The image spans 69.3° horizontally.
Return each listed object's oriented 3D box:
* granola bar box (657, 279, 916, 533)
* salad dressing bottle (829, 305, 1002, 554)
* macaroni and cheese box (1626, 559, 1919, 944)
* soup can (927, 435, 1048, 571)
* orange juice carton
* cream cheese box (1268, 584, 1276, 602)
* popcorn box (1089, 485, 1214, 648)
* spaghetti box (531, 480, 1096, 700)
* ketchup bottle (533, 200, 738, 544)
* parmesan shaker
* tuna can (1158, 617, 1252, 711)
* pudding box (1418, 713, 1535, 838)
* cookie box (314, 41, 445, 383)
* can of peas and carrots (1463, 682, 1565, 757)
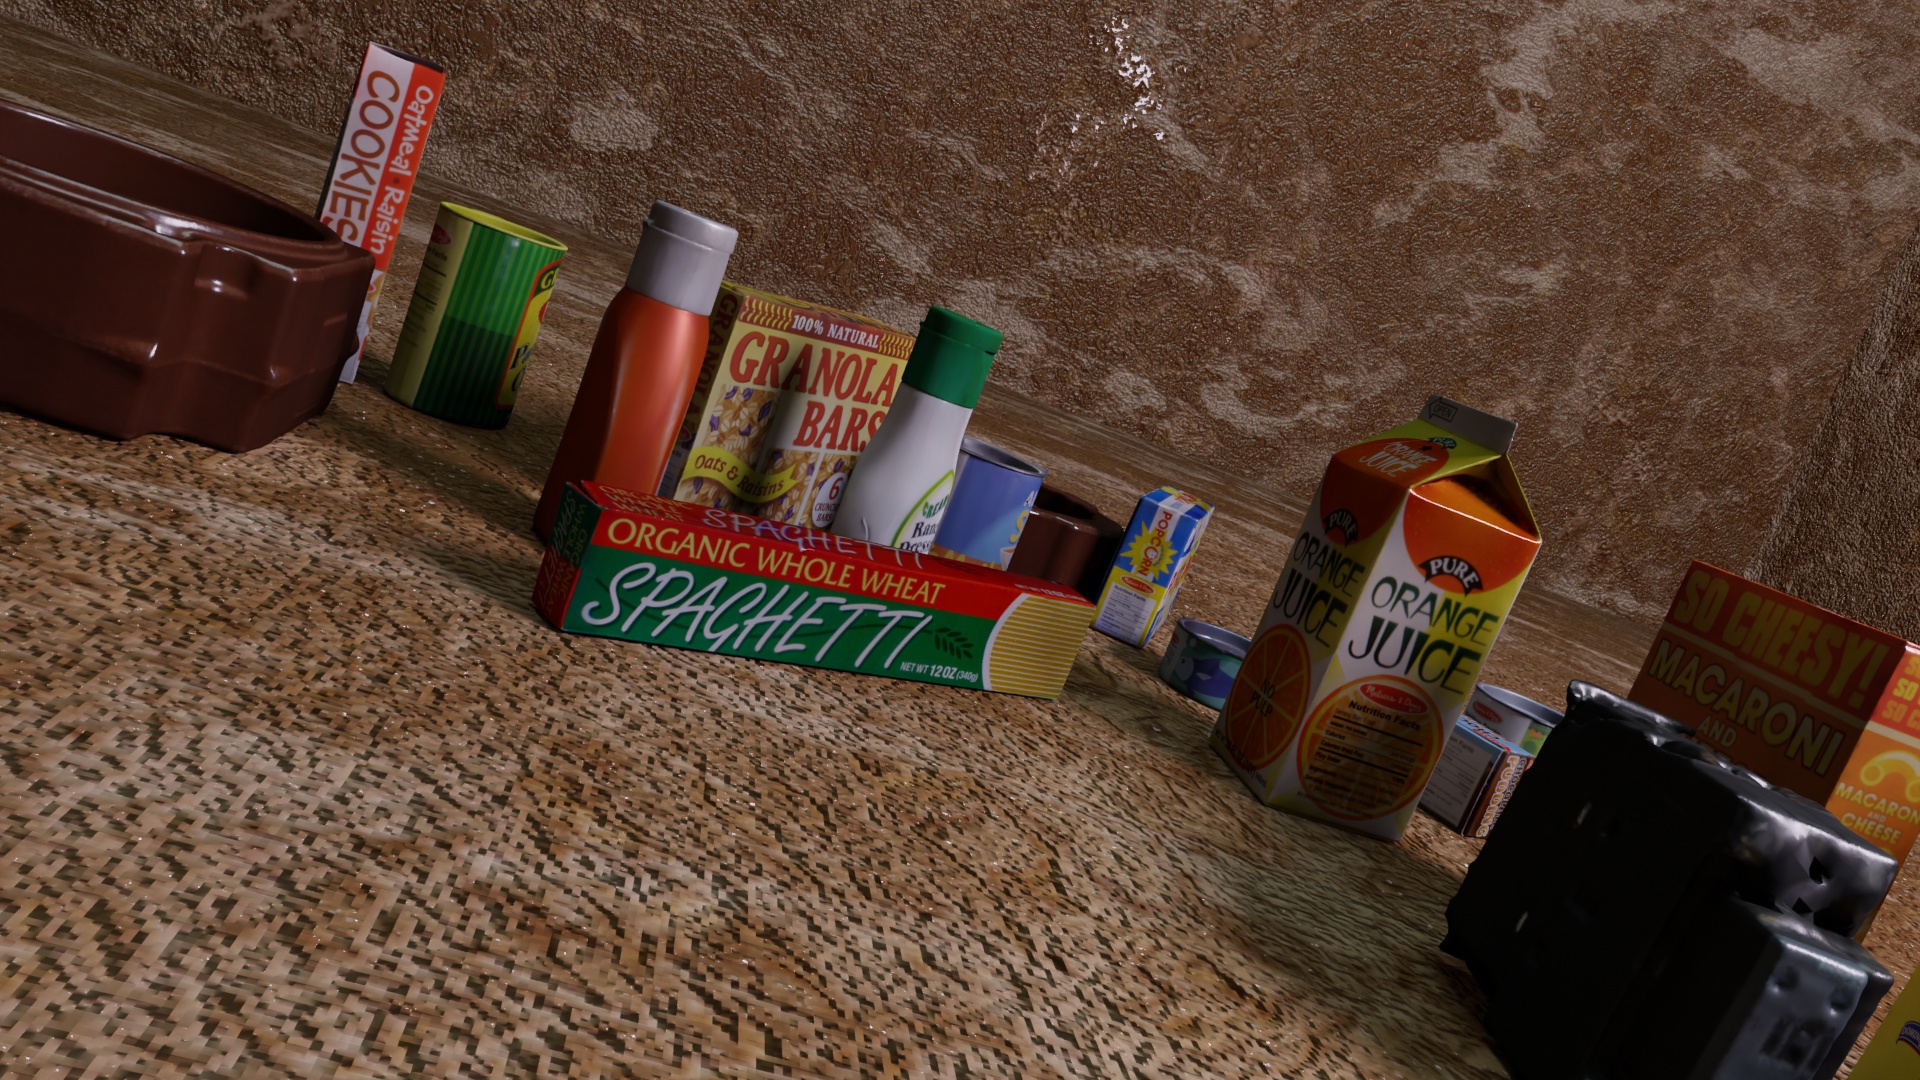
[{"bbox_3d":[-0.096,-0.061,0.706,0.039,0.124,0.166,26,11,23],"label":"granola bar box"},{"bbox_3d":[-0.024,-0.034,0.644,0.044,0.147,0.064,24,10,17],"label":"salad dressing bottle"},{"bbox_3d":[0.287,0.102,0.518,0.040,0.166,0.124,20,10,-7],"label":"macaroni and cheese box"},{"bbox_3d":[0.003,-0.009,0.749,0.071,0.083,0.071,21,10,-4],"label":"soup can"},{"bbox_3d":[0.191,0.029,0.626,0.073,0.192,0.072,19,10,-15],"label":"orange juice carton"},{"bbox_3d":[0.243,0.071,0.903,0.104,0.053,0.024,19,10,-12],"label":"cream cheese box"},{"bbox_3d":[0.120,0.013,0.864,0.038,0.085,0.127,23,10,11],"label":"popcorn box"},{"bbox_3d":[-0.047,0.026,0.564,0.250,0.050,0.029,13,13,-39],"label":"spaghetti box"},{"bbox_3d":[-0.135,-0.066,0.582,0.043,0.148,0.065,16,11,-30],"label":"ketchup bottle"},{"bbox_3d":[-0.257,-0.119,0.735,0.071,0.103,0.071,21,10,-4],"label":"parmesan shaker"},{"bbox_3d":[0.147,0.072,0.765,0.071,0.032,0.071,21,10,-4],"label":"tuna can"},{"bbox_3d":[0.245,0.111,0.714,0.030,0.049,0.084,15,12,-35],"label":"pudding box"},{"bbox_3d":[-0.319,-0.179,0.741,0.040,0.167,0.123,16,11,-28],"label":"cookie box"},{"bbox_3d":[0.309,0.120,0.771,0.071,0.058,0.071,21,10,-4],"label":"can of peas and carrots"}]
